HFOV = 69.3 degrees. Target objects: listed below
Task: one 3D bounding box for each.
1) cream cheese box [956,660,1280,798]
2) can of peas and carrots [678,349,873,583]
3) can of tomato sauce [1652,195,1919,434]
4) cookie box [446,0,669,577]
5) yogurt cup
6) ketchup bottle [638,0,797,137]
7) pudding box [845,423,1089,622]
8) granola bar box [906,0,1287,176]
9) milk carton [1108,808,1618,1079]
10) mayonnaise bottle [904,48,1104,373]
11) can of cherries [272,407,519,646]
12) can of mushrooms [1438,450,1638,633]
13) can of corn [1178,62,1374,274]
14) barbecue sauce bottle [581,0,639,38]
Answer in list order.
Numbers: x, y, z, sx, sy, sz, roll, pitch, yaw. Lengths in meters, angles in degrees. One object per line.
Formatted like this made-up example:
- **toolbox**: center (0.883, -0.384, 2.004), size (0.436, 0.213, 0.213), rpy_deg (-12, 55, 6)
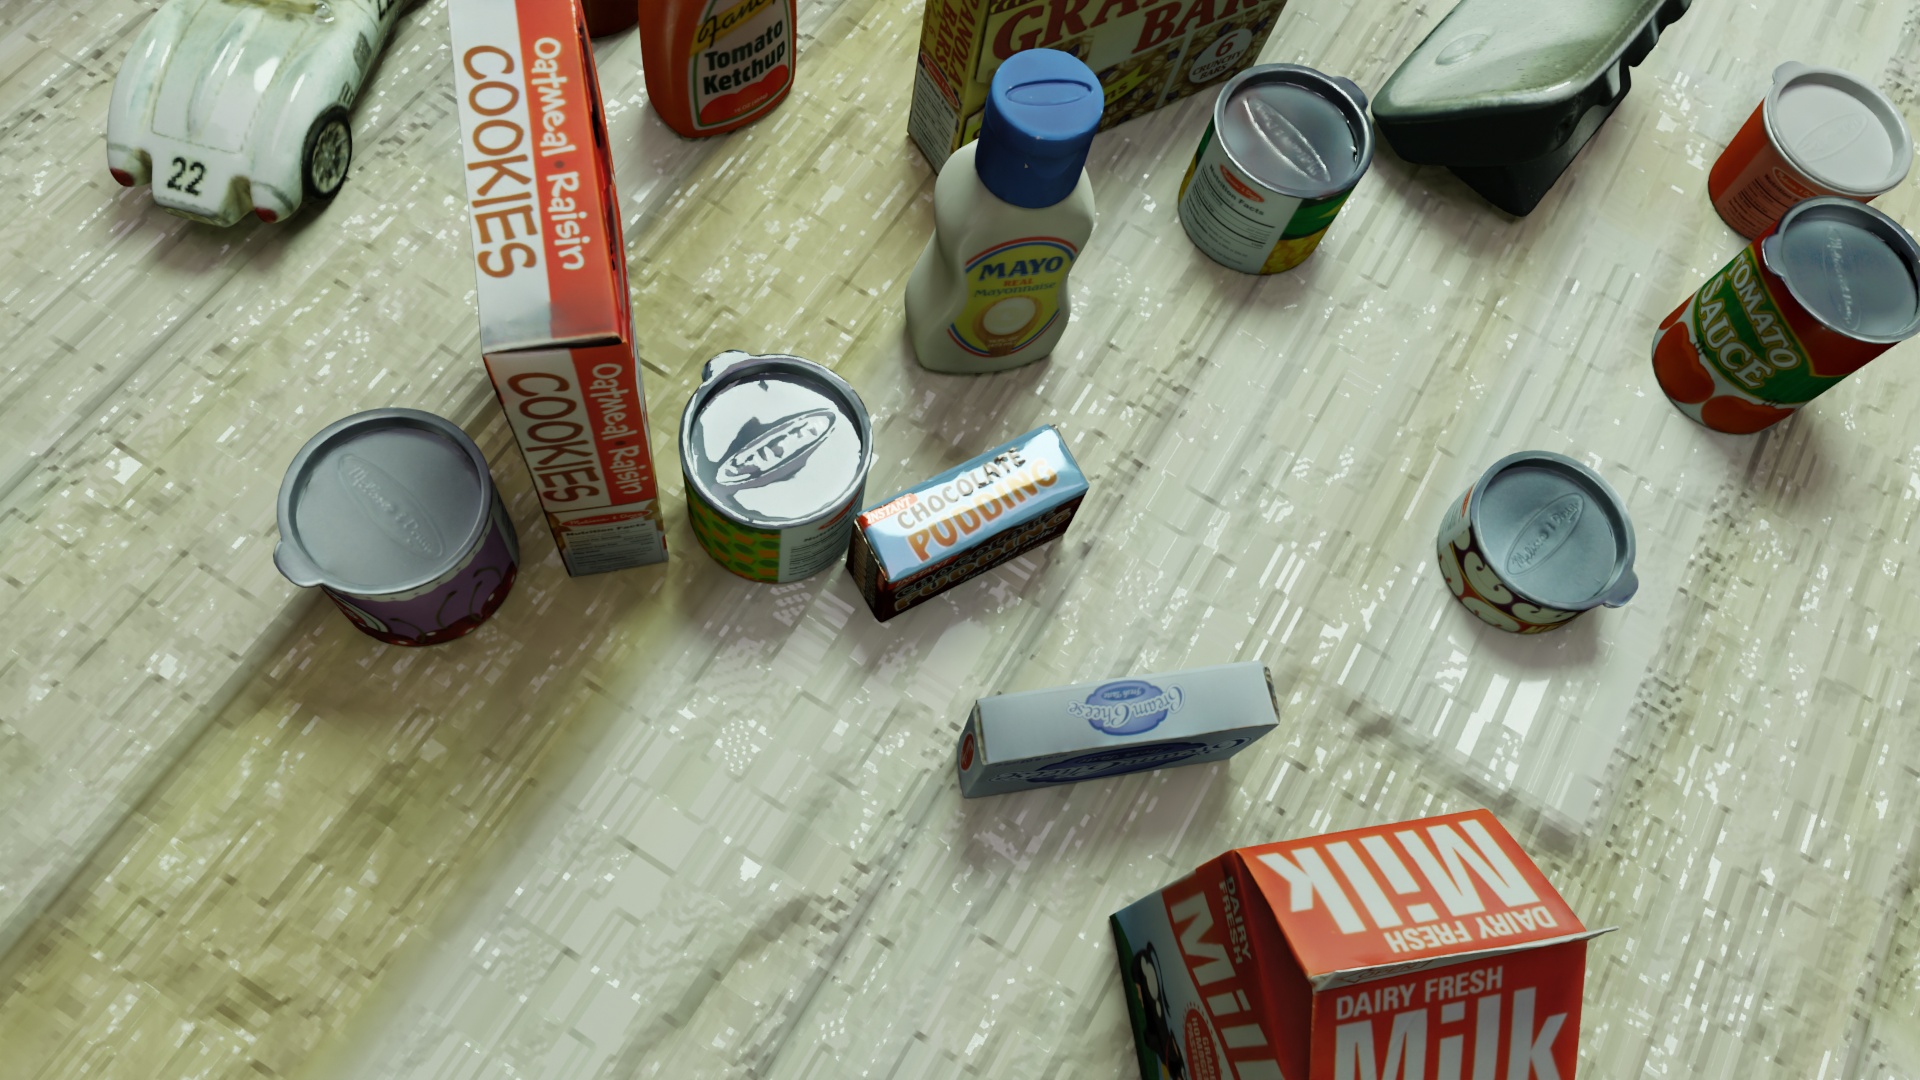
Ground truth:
- **cream cheese box**: center (0.052, 0.066, 0.481), size (0.104, 0.053, 0.024), rpy_deg (-7, 69, -11)
- **can of peas and carrots**: center (-0.068, -0.026, 0.499), size (0.071, 0.058, 0.071), rpy_deg (3, 68, -7)
- **can of tomato sauce**: center (0.336, -0.090, 0.570), size (0.071, 0.082, 0.071), rpy_deg (3, 68, -7)
- **cookie box**: center (-0.126, -0.075, 0.452), size (0.040, 0.166, 0.123), rpy_deg (-9, 70, -11)
- **yogurt cup**: center (0.378, -0.169, 0.625), size (0.072, 0.053, 0.072), rpy_deg (3, 68, -7)
- **ketchup bottle**: center (-0.092, -0.219, 0.526), size (0.065, 0.148, 0.043), rpy_deg (-34, 77, -19)
- **pudding box**: center (0.002, -0.006, 0.506), size (0.084, 0.049, 0.030), rpy_deg (-26, 74, -17)
- **granola bar box**: center (0.064, -0.217, 0.561), size (0.166, 0.123, 0.039), rpy_deg (-27, 74, -17)
- **milk carton**: center (0.102, 0.125, 0.390), size (0.072, 0.189, 0.073), rpy_deg (-6, 69, -11)
- **mayonnaise bottle**: center (0.017, -0.112, 0.498), size (0.065, 0.147, 0.041), rpy_deg (-8, 70, -11)
- **can of cherries**: center (-0.190, -0.002, 0.471), size (0.071, 0.058, 0.072), rpy_deg (3, 68, -7)
- **can of mushrooms**: center (0.226, 0.003, 0.543), size (0.071, 0.033, 0.071), rpy_deg (3, 68, -7)
- **can of corn**: center (0.132, -0.155, 0.581), size (0.071, 0.058, 0.071), rpy_deg (3, 68, -7)
- **barbecue sauce bottle**: center (-0.154, -0.268, 0.537), size (0.044, 0.148, 0.065), rpy_deg (-33, 76, -19)
